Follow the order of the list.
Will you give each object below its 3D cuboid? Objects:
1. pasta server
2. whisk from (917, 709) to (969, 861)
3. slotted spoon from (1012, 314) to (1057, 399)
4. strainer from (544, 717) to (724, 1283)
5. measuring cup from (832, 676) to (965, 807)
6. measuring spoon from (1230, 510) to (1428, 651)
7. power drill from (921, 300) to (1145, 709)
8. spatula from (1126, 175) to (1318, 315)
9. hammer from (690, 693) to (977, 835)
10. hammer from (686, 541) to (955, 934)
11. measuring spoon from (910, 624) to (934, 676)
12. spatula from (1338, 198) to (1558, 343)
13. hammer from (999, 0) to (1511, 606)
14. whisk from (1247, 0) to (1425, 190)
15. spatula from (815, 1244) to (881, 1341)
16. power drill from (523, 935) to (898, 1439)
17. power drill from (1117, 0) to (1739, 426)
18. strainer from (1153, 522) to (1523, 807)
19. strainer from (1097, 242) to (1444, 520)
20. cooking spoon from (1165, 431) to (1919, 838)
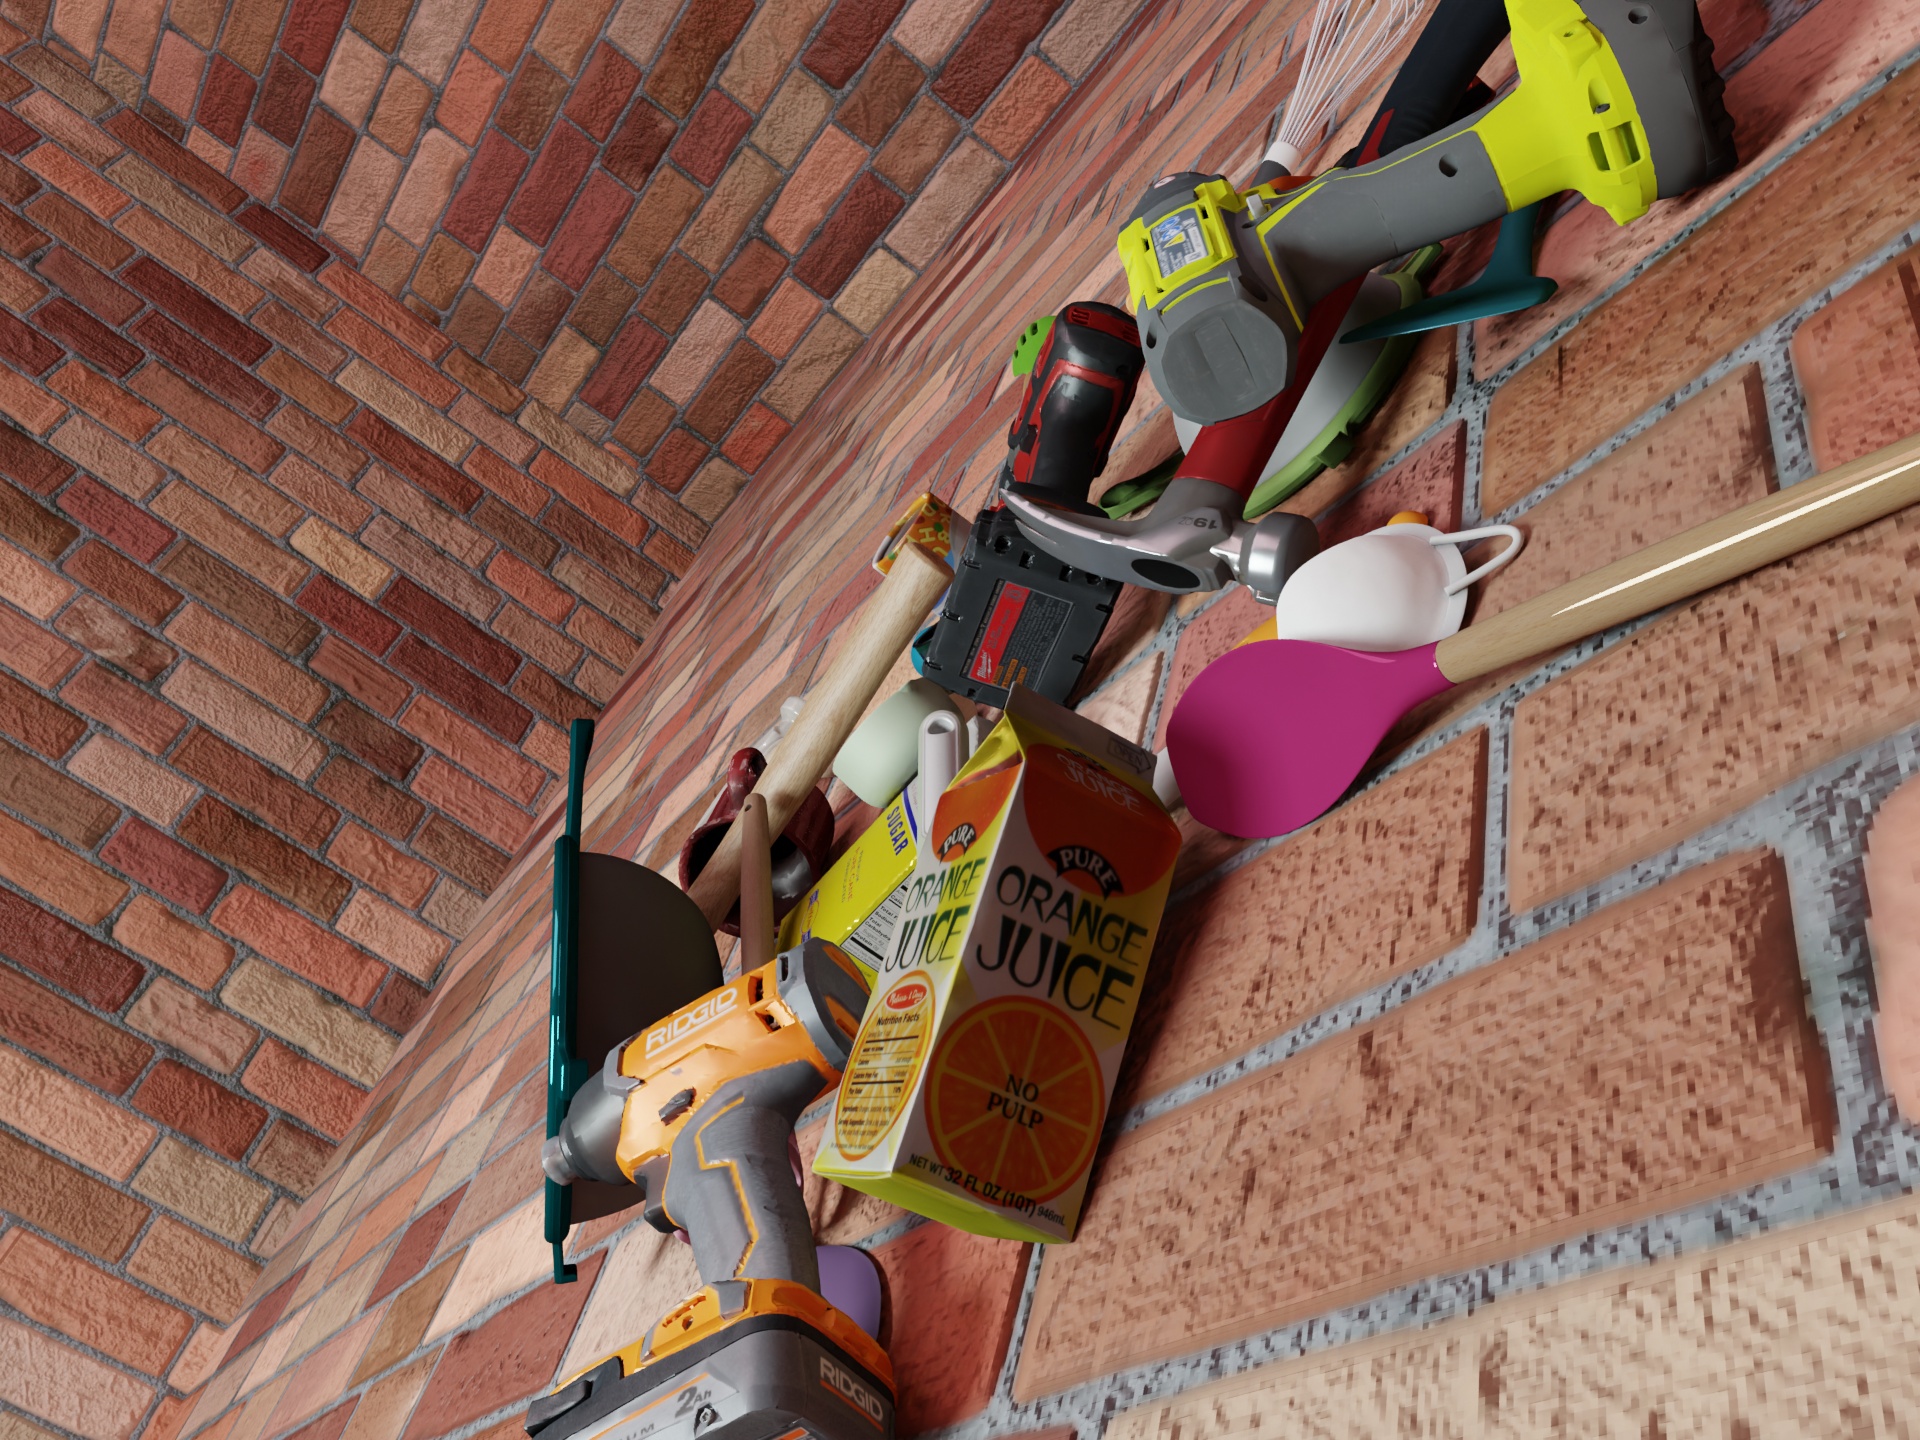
[{"bbox_3d":[-0.106,0.135,0.798,0.060,0.040,0.317,-30,35,14],"label":"pasta server"},{"bbox_3d":[-0.007,0.080,0.692,0.058,0.059,0.247,-8,41,6],"label":"whisk"},{"bbox_3d":[0.064,-0.288,1.374,0.070,0.031,0.314,-49,18,26],"label":"slotted spoon"},{"bbox_3d":[-0.182,0.123,0.895,0.341,0.095,0.210,-101,19,-45],"label":"strainer"},{"bbox_3d":[-0.001,-0.003,0.907,0.167,0.038,0.083,-31,-18,-40],"label":"measuring cup"},{"bbox_3d":[0.146,-0.053,0.657,0.117,0.011,0.021,-39,21,43],"label":"measuring spoon"},{"bbox_3d":[0.042,-0.105,0.893,0.187,0.080,0.227,112,174,-46],"label":"power drill"},{"bbox_3d":[0.146,-0.253,0.864,0.081,0.041,0.323,-48,1,33],"label":"spatula"},{"bbox_3d":[-0.093,0.031,1.127,0.146,0.038,0.411,-55,16,-17],"label":"hammer"},{"bbox_3d":[-0.103,0.040,0.947,0.331,0.130,0.031,-55,-17,15],"label":"hammer"},{"bbox_3d":[-0.005,-0.089,1.158,0.042,0.021,0.129,-25,34,60],"label":"measuring spoon"},{"bbox_3d":[0.256,-0.257,0.708,0.082,0.044,0.318,-2,48,41],"label":"spatula"},{"bbox_3d":[0.162,-0.222,0.736,0.143,0.038,0.386,16,66,33],"label":"hammer"},{"bbox_3d":[0.234,-0.406,1.076,0.284,0.070,0.070,-61,16,-4],"label":"whisk"},{"bbox_3d":[-0.087,0.233,0.733,0.060,0.018,0.316,-46,15,-10],"label":"spatula"},{"bbox_3d":[-0.105,0.202,0.616,0.164,0.084,0.227,-31,32,14],"label":"power drill"},{"bbox_3d":[0.172,-0.221,0.642,0.223,0.080,0.171,-24,34,18],"label":"power drill"},{"bbox_3d":[0.105,0.000,0.622,0.258,0.050,0.087,-46,31,39],"label":"strainer"},{"bbox_3d":[0.130,-0.167,0.839,0.256,0.069,0.151,-23,35,60],"label":"strainer"},{"bbox_3d":[0.171,-0.026,0.489,0.017,0.069,0.319,-10,-12,-37],"label":"cooking spoon"}]
